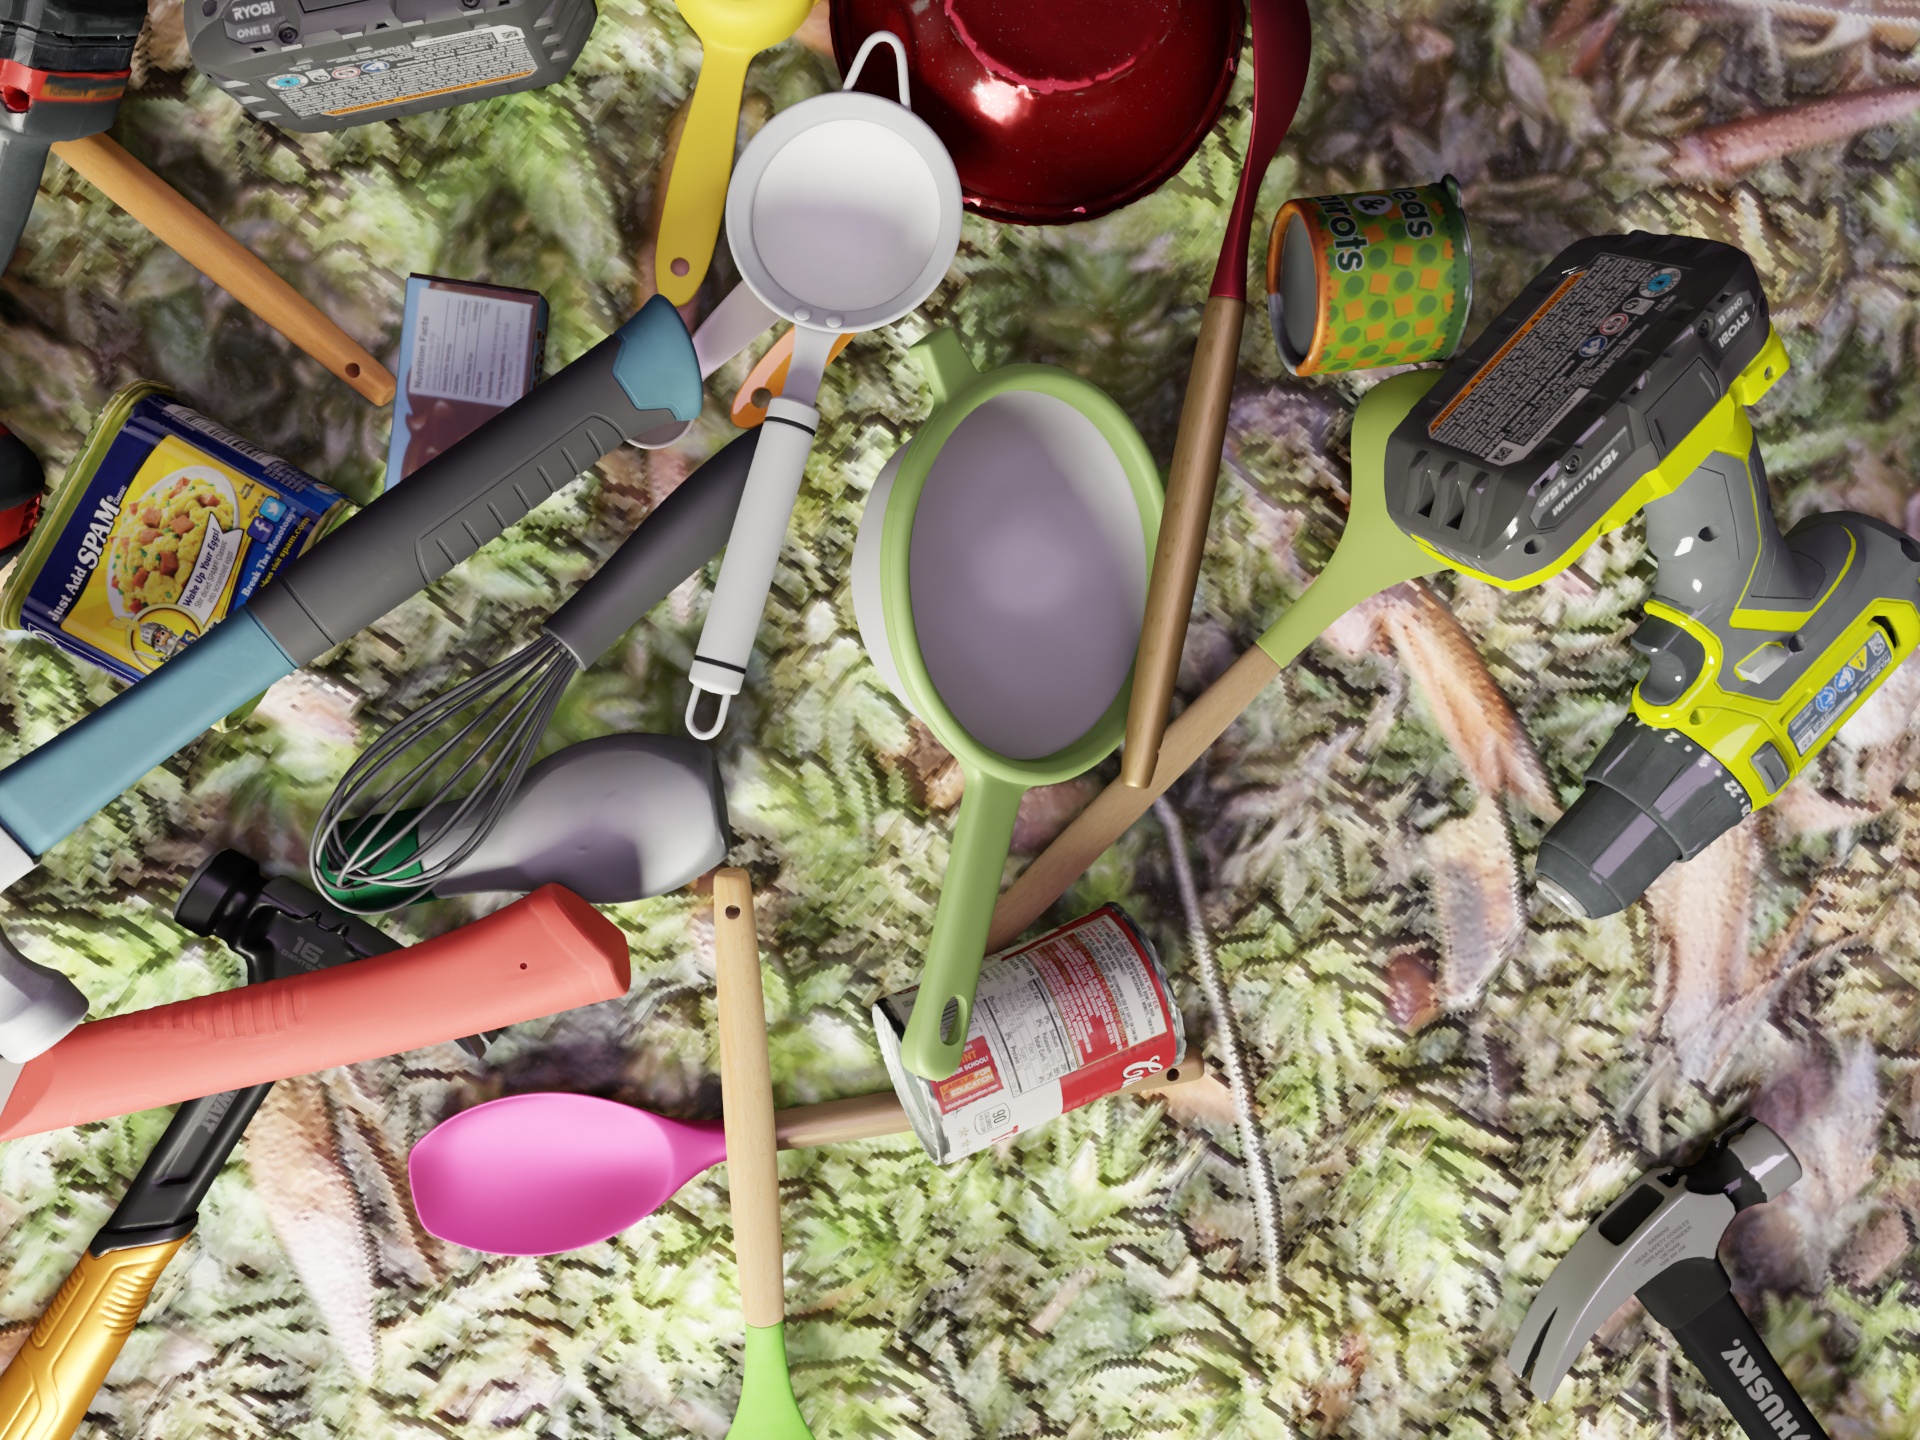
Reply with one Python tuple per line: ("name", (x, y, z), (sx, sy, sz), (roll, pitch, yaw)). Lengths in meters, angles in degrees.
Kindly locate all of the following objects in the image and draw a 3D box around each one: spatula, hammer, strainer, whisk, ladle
("spatula", (-0.336, -0.221, 0.561), (0.322, 0.041, 0.081), (39, 100, -9))
("hammer", (-0.318, 0.220, 0.611), (0.127, 0.034, 0.337), (33, 92, -7))
("strainer", (-0.001, -0.002, 0.584), (0.151, 0.069, 0.256), (18, 82, -44))
("whisk", (-0.141, -0.025, 0.578), (0.055, 0.055, 0.239), (44, 73, -8))
("hammer", (-0.296, 0.132, 0.570), (0.359, 0.037, 0.149), (-12, 96, -2))
("strainer", (-0.060, -0.118, 0.579), (0.087, 0.050, 0.258), (16, 87, 5))
("hammer", (-0.222, -0.036, 0.543), (0.331, 0.033, 0.128), (-39, 113, -13))
("ladle", (0.093, -0.130, 0.590), (0.031, 0.069, 0.315), (10, 91, 14))
("hammer", (0.375, 0.342, 0.690), (0.146, 0.035, 0.334), (-37, 98, -2))
("ladle", (0.100, -0.010, 0.631), (0.078, 0.062, 0.320), (42, 97, -15))

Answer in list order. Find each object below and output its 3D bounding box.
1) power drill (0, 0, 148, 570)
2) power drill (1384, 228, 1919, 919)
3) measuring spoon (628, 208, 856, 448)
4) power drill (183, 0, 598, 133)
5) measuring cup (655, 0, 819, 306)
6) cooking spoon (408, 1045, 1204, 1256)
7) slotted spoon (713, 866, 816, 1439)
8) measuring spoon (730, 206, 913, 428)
("power drill", (-0.385, -0.173, 0.524), (0.188, 0.080, 0.226), (26, 112, -7))
("power drill", (0.255, -0.043, 0.589), (0.190, 0.080, 0.228), (-46, 123, 0))
("measuring spoon", (-0.086, -0.151, 0.609), (0.124, 0.018, 0.034), (-45, 101, -7))
("power drill", (-0.209, -0.335, 0.546), (0.171, 0.080, 0.223), (-13, 94, -3))
("measuring cup", (-0.091, -0.232, 0.589), (0.062, 0.029, 0.156), (12, 92, -7))
("cooking spoon", (-0.058, 0.162, 0.638), (0.319, 0.017, 0.068), (-8, 101, -4))
("slotted spoon", (-0.081, 0.210, 0.623), (0.070, 0.031, 0.313), (-3, 100, -5))
("measuring spoon", (-0.046, -0.155, 0.613), (0.117, 0.011, 0.021), (-45, 83, 3))
